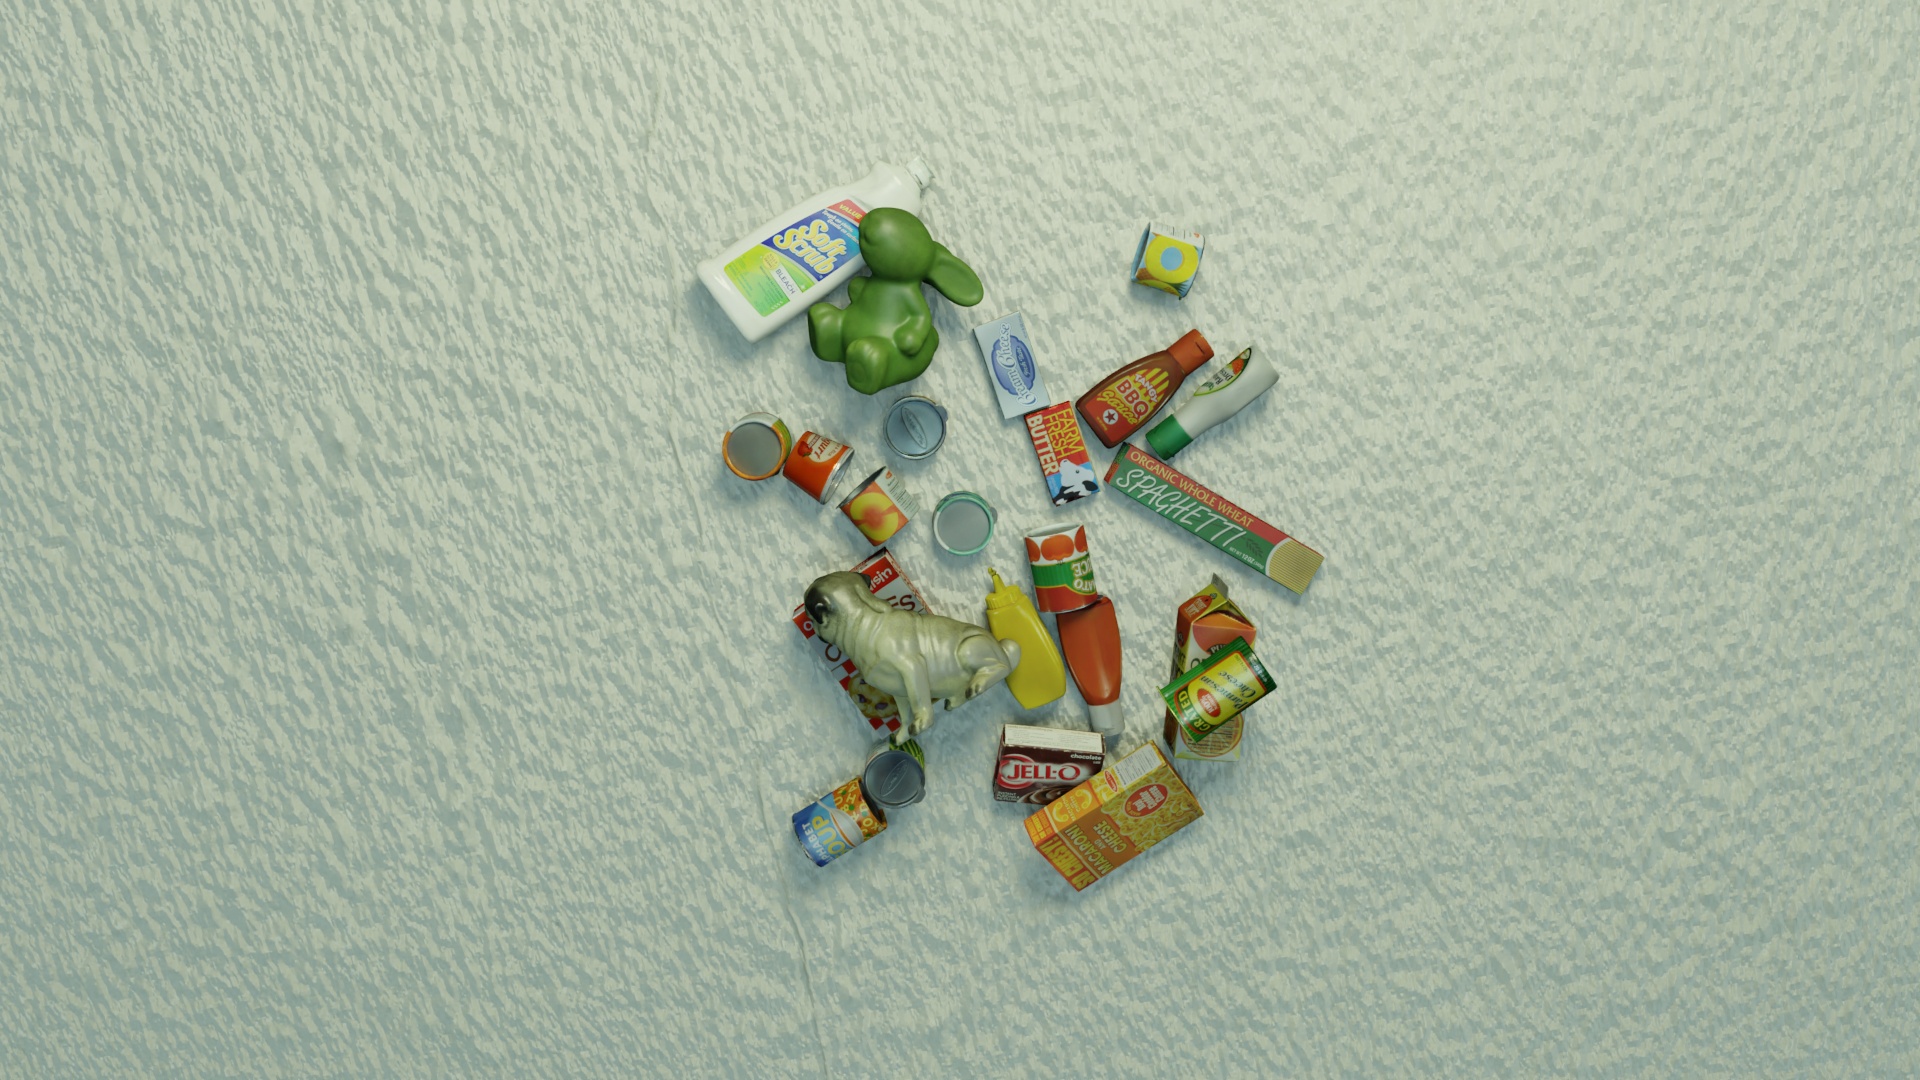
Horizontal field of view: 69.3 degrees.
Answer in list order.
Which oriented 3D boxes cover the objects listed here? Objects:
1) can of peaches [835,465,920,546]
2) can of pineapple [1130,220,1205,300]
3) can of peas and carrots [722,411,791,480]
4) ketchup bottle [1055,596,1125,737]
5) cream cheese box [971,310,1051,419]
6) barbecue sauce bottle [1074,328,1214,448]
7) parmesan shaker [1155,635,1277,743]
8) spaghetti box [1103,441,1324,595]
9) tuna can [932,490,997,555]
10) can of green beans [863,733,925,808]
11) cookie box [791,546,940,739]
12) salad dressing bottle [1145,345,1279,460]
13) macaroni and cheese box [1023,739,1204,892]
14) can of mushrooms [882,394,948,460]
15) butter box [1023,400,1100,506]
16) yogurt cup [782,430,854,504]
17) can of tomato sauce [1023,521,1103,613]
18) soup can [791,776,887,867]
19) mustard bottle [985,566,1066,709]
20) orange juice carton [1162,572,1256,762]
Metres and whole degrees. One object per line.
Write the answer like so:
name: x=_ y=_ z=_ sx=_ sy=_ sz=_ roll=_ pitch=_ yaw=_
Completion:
can of peaches: x=-0.086 y=-0.034 z=1.457 sx=0.071 sy=0.071 sz=0.058 roll=-41 pitch=100 yaw=6
can of pineapple: x=0.210 y=-0.286 z=1.419 sx=0.058 sy=0.071 sz=0.071 roll=16 pitch=100 yaw=-4
can of peas and carrots: x=-0.211 y=-0.096 z=1.445 sx=0.071 sy=0.059 sz=0.070 roll=0 pitch=101 yaw=-1
ketchup bottle: x=0.147 y=0.138 z=1.505 sx=0.065 sy=0.043 sz=0.148 roll=-12 pitch=101 yaw=2
cream cheese box: x=0.054 y=-0.183 z=1.454 sx=0.053 sy=0.024 sz=0.103 roll=-20 pitch=100 yaw=3
barbecue sauce bottle: x=0.195 y=-0.163 z=1.452 sx=0.148 sy=0.044 sz=0.065 roll=-37 pitch=98 yaw=5
parmesan shaker: x=0.263 y=0.150 z=1.426 sx=0.103 sy=0.071 sz=0.071 roll=-36 pitch=100 yaw=5
spaghetti box: x=0.271 y=-0.023 z=1.487 sx=0.250 sy=0.029 sz=0.050 roll=29 pitch=98 yaw=-7
tuna can: x=0.005 y=-0.019 z=1.478 sx=0.071 sy=0.033 sz=0.071 roll=0 pitch=101 yaw=-1
can of green beans: x=-0.071 y=0.250 z=1.512 sx=0.071 sy=0.058 sz=0.071 roll=0 pitch=100 yaw=-2
cookie box: x=-0.083 y=0.110 z=1.496 sx=0.123 sy=0.040 sz=0.167 roll=-35 pitch=100 yaw=4
salad dressing bottle: x=0.261 y=-0.141 z=1.451 sx=0.147 sy=0.064 sz=0.044 roll=-39 pitch=109 yaw=13
macaroni and cheese box: x=0.168 y=0.301 z=1.509 sx=0.166 sy=0.040 sz=0.123 roll=-33 pitch=133 yaw=5
can of mushrooms: x=-0.046 y=-0.120 z=1.458 sx=0.071 sy=0.033 sz=0.071 roll=0 pitch=100 yaw=-1
butter box: x=0.108 y=-0.093 z=1.472 sx=0.053 sy=0.024 sz=0.103 roll=-20 pitch=101 yaw=1
yogurt cup: x=-0.149 y=-0.079 z=1.448 sx=0.054 sy=0.072 sz=0.072 roll=29 pitch=99 yaw=2
can of tomato sauce: x=0.108 y=0.028 z=1.472 sx=0.071 sy=0.071 sz=0.083 roll=-12 pitch=100 yaw=1
soup can: x=-0.131 y=0.308 z=1.514 sx=0.084 sy=0.071 sz=0.071 roll=-31 pitch=100 yaw=4
mustard bottle: x=0.063 y=0.099 z=1.493 sx=0.065 sy=0.049 sz=0.160 roll=-21 pitch=100 yaw=3
orange juice carton: x=0.269 y=0.135 z=1.494 sx=0.073 sy=0.072 sz=0.192 roll=5 pitch=100 yaw=-3
